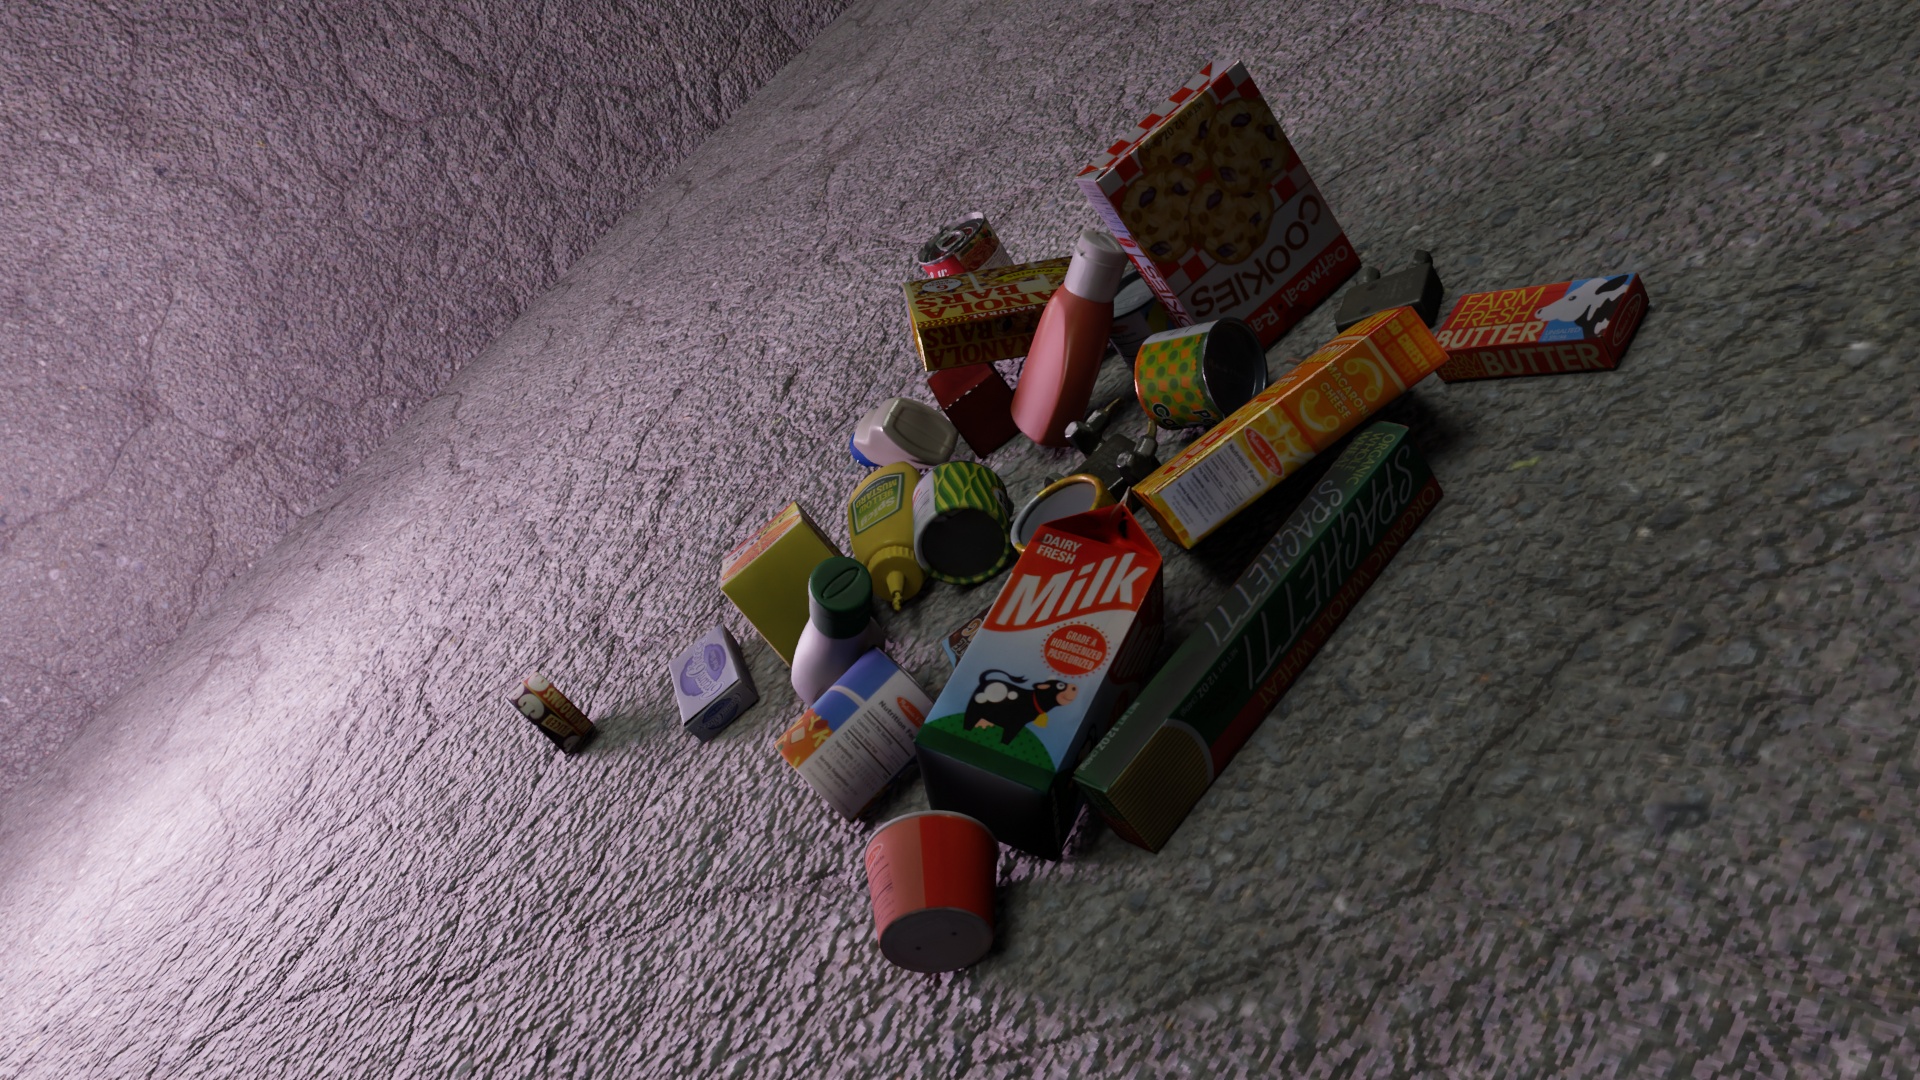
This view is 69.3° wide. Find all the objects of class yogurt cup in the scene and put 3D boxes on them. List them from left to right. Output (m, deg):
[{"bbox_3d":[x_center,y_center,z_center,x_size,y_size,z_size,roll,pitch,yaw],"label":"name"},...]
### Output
[{"bbox_3d":[-0.013,0.173,0.676,0.072,0.072,0.054,-29,37,19],"label":"yogurt cup"}]

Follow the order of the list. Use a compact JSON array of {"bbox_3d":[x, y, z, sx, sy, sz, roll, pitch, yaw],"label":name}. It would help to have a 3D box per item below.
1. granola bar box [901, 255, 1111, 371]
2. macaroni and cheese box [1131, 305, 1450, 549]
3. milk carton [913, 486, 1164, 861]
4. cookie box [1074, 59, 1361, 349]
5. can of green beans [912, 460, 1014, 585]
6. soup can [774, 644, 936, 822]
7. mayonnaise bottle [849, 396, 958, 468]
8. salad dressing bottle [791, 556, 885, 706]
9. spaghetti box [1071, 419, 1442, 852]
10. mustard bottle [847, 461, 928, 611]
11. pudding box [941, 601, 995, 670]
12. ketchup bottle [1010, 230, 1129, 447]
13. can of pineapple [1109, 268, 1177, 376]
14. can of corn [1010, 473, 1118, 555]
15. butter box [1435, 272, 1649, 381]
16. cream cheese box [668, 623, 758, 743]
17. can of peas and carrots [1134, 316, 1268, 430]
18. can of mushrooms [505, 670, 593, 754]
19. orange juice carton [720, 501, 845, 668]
[{"bbox_3d":[0.043,-0.182,1.097,0.166,0.039,0.125,-10,27,-4],"label":"granola bar box"},{"bbox_3d":[0.176,-0.062,0.774,0.166,0.040,0.124,-37,1,4],"label":"macaroni and cheese box"},{"bbox_3d":[0.054,0.060,0.727,0.073,0.072,0.191,17,54,21],"label":"milk carton"},{"bbox_3d":[0.173,-0.210,0.917,0.123,0.167,0.040,-41,24,-4],"label":"cookie box"},{"bbox_3d":[0.001,-0.012,0.936,0.071,0.071,0.058,-31,29,15],"label":"can of green beans"},{"bbox_3d":[-0.058,0.113,0.818,0.084,0.071,0.071,-44,27,-10],"label":"soup can"},{"bbox_3d":[-0.053,-0.081,1.099,0.041,0.065,0.148,-63,17,-9],"label":"mayonnaise bottle"},{"bbox_3d":[-0.074,0.059,0.849,0.064,0.044,0.147,-40,-18,-24],"label":"salad dressing bottle"},{"bbox_3d":[0.152,0.042,0.687,0.251,0.050,0.029,-47,30,-16],"label":"spaghetti box"},{"bbox_3d":[-0.047,0.001,0.993,0.065,0.048,0.161,-31,28,12],"label":"mustard bottle"},{"bbox_3d":[0.024,0.074,0.816,0.049,0.030,0.084,-37,27,4],"label":"pudding box"},{"bbox_3d":[0.078,-0.142,0.971,0.065,0.043,0.148,-119,39,-48],"label":"ketchup bottle"},{"bbox_3d":[0.139,-0.159,1.001,0.071,0.057,0.071,-29,29,18],"label":"can of pineapple"},{"bbox_3d":[0.074,0.001,0.834,0.071,0.058,0.071,-30,29,18],"label":"can of corn"},{"bbox_3d":[0.313,-0.115,0.757,0.103,0.024,0.053,2,47,51],"label":"butter box"},{"bbox_3d":[-0.185,0.104,1.031,0.053,0.024,0.104,-39,27,0],"label":"cream cheese box"},{"bbox_3d":[0.154,-0.104,0.891,0.058,0.070,0.071,-5,42,48],"label":"can of peas and carrots"},{"bbox_3d":[-0.327,0.138,1.109,0.033,0.071,0.071,-47,28,-17],"label":"can of mushrooms"},{"bbox_3d":[-0.121,0.024,0.995,0.072,0.073,0.193,-41,11,-2],"label":"orange juice carton"}]
